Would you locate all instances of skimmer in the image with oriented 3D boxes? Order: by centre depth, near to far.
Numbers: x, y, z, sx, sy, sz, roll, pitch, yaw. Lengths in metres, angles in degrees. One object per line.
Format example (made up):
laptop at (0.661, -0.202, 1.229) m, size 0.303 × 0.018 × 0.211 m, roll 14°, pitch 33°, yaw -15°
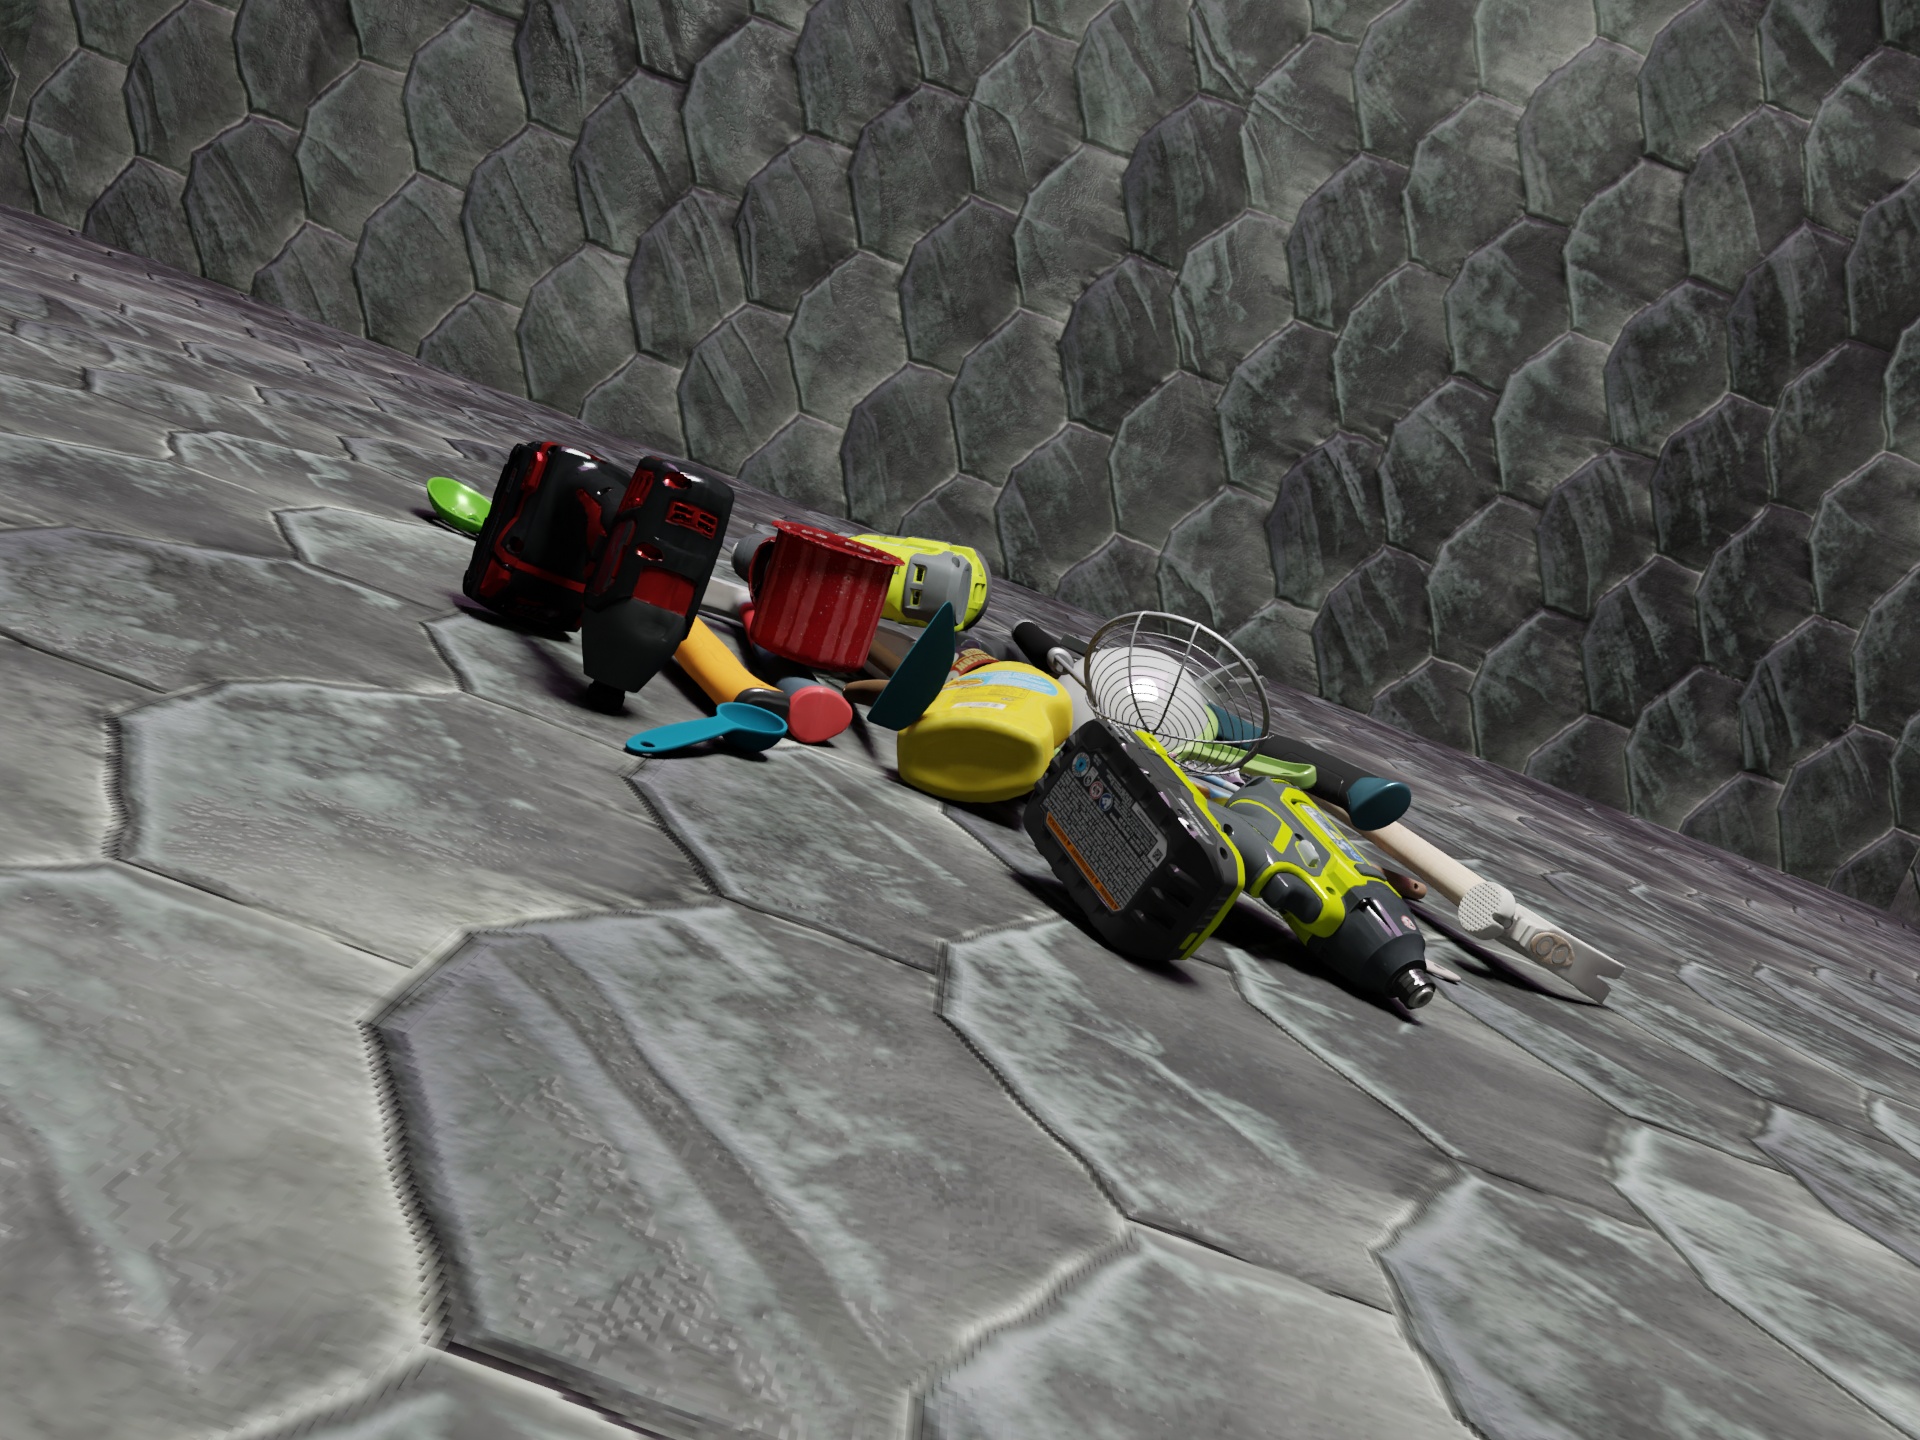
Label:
skimmer at (0.110, -0.045, 1.132) m, size 0.127 × 0.090 × 0.363 m, roll 54°, pitch 0°, yaw -18°

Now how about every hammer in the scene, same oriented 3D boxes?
hammer at (-0.200, -0.069, 1.085) m, size 0.127 × 0.034 × 0.337 m, roll 14°, pitch 15°, yaw -33°
hammer at (-0.149, -0.054, 1.169) m, size 0.143 × 0.038 × 0.386 m, roll 17°, pitch 10°, yaw -16°
hammer at (0.244, 0.025, 1.255) m, size 0.033 × 0.128 × 0.331 m, roll 50°, pitch -6°, yaw -22°
hammer at (0.346, 0.096, 1.262) m, size 0.146 × 0.038 × 0.411 m, roll 29°, pitch 8°, yaw -25°
hammer at (0.081, -0.049, 1.410) m, size 0.146 × 0.035 × 0.334 m, roll 26°, pitch 11°, yaw 31°

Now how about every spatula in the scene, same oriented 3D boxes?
spatula at (-0.052, -0.025, 1.045) m, size 0.044 × 0.082 × 0.317 m, roll 36°, pitch -8°, yaw -12°

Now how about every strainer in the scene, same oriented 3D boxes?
strainer at (0.164, -0.007, 1.225) m, size 0.151 × 0.069 × 0.256 m, roll -25°, pitch 29°, yaw -37°
strainer at (-0.103, -0.075, 1.394) m, size 0.259 × 0.050 × 0.086 m, roll 22°, pitch -6°, yaw 47°

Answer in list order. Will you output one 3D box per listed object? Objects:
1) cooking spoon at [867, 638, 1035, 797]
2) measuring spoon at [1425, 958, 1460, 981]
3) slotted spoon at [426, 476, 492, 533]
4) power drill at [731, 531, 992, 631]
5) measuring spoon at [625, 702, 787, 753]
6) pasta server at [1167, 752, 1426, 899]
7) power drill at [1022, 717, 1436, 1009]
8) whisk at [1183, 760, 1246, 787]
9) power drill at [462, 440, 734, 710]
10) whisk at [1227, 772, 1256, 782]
cooking spoon at (-0.002, -0.004, 1.158) m, size 0.319 × 0.017 × 0.068 m, roll 37°, pitch 17°, yaw 35°
measuring spoon at (0.271, 0.137, 1.041) m, size 0.124 × 0.018 × 0.034 m, roll 26°, pitch 10°, yaw 24°
slotted spoon at (-0.320, -0.125, 1.245) m, size 0.314 × 0.031 × 0.070 m, roll 29°, pitch 12°, yaw 33°
power drill at (-0.073, -0.121, 1.341) m, size 0.190 × 0.080 × 0.228 m, roll 10°, pitch 6°, yaw 11°
measuring spoon at (-0.143, 0.013, 0.878) m, size 0.042 × 0.021 × 0.128 m, roll 25°, pitch 19°, yaw 23°
pasta server at (0.241, 0.090, 1.191) m, size 0.316 × 0.060 × 0.040 m, roll 19°, pitch -21°, yaw -28°
power drill at (0.157, 0.084, 0.879) m, size 0.223 × 0.080 × 0.171 m, roll 17°, pitch 26°, yaw -40°
whisk at (0.223, 0.050, 1.351) m, size 0.070 × 0.070 × 0.285 m, roll 19°, pitch 14°, yaw -11°
power drill at (-0.219, -0.092, 0.954) m, size 0.078 × 0.143 × 0.220 m, roll 19°, pitch 2°, yaw -36°
whisk at (0.284, 0.051, 1.496) m, size 0.055 × 0.055 × 0.239 m, roll 19°, pitch 13°, yaw -10°
